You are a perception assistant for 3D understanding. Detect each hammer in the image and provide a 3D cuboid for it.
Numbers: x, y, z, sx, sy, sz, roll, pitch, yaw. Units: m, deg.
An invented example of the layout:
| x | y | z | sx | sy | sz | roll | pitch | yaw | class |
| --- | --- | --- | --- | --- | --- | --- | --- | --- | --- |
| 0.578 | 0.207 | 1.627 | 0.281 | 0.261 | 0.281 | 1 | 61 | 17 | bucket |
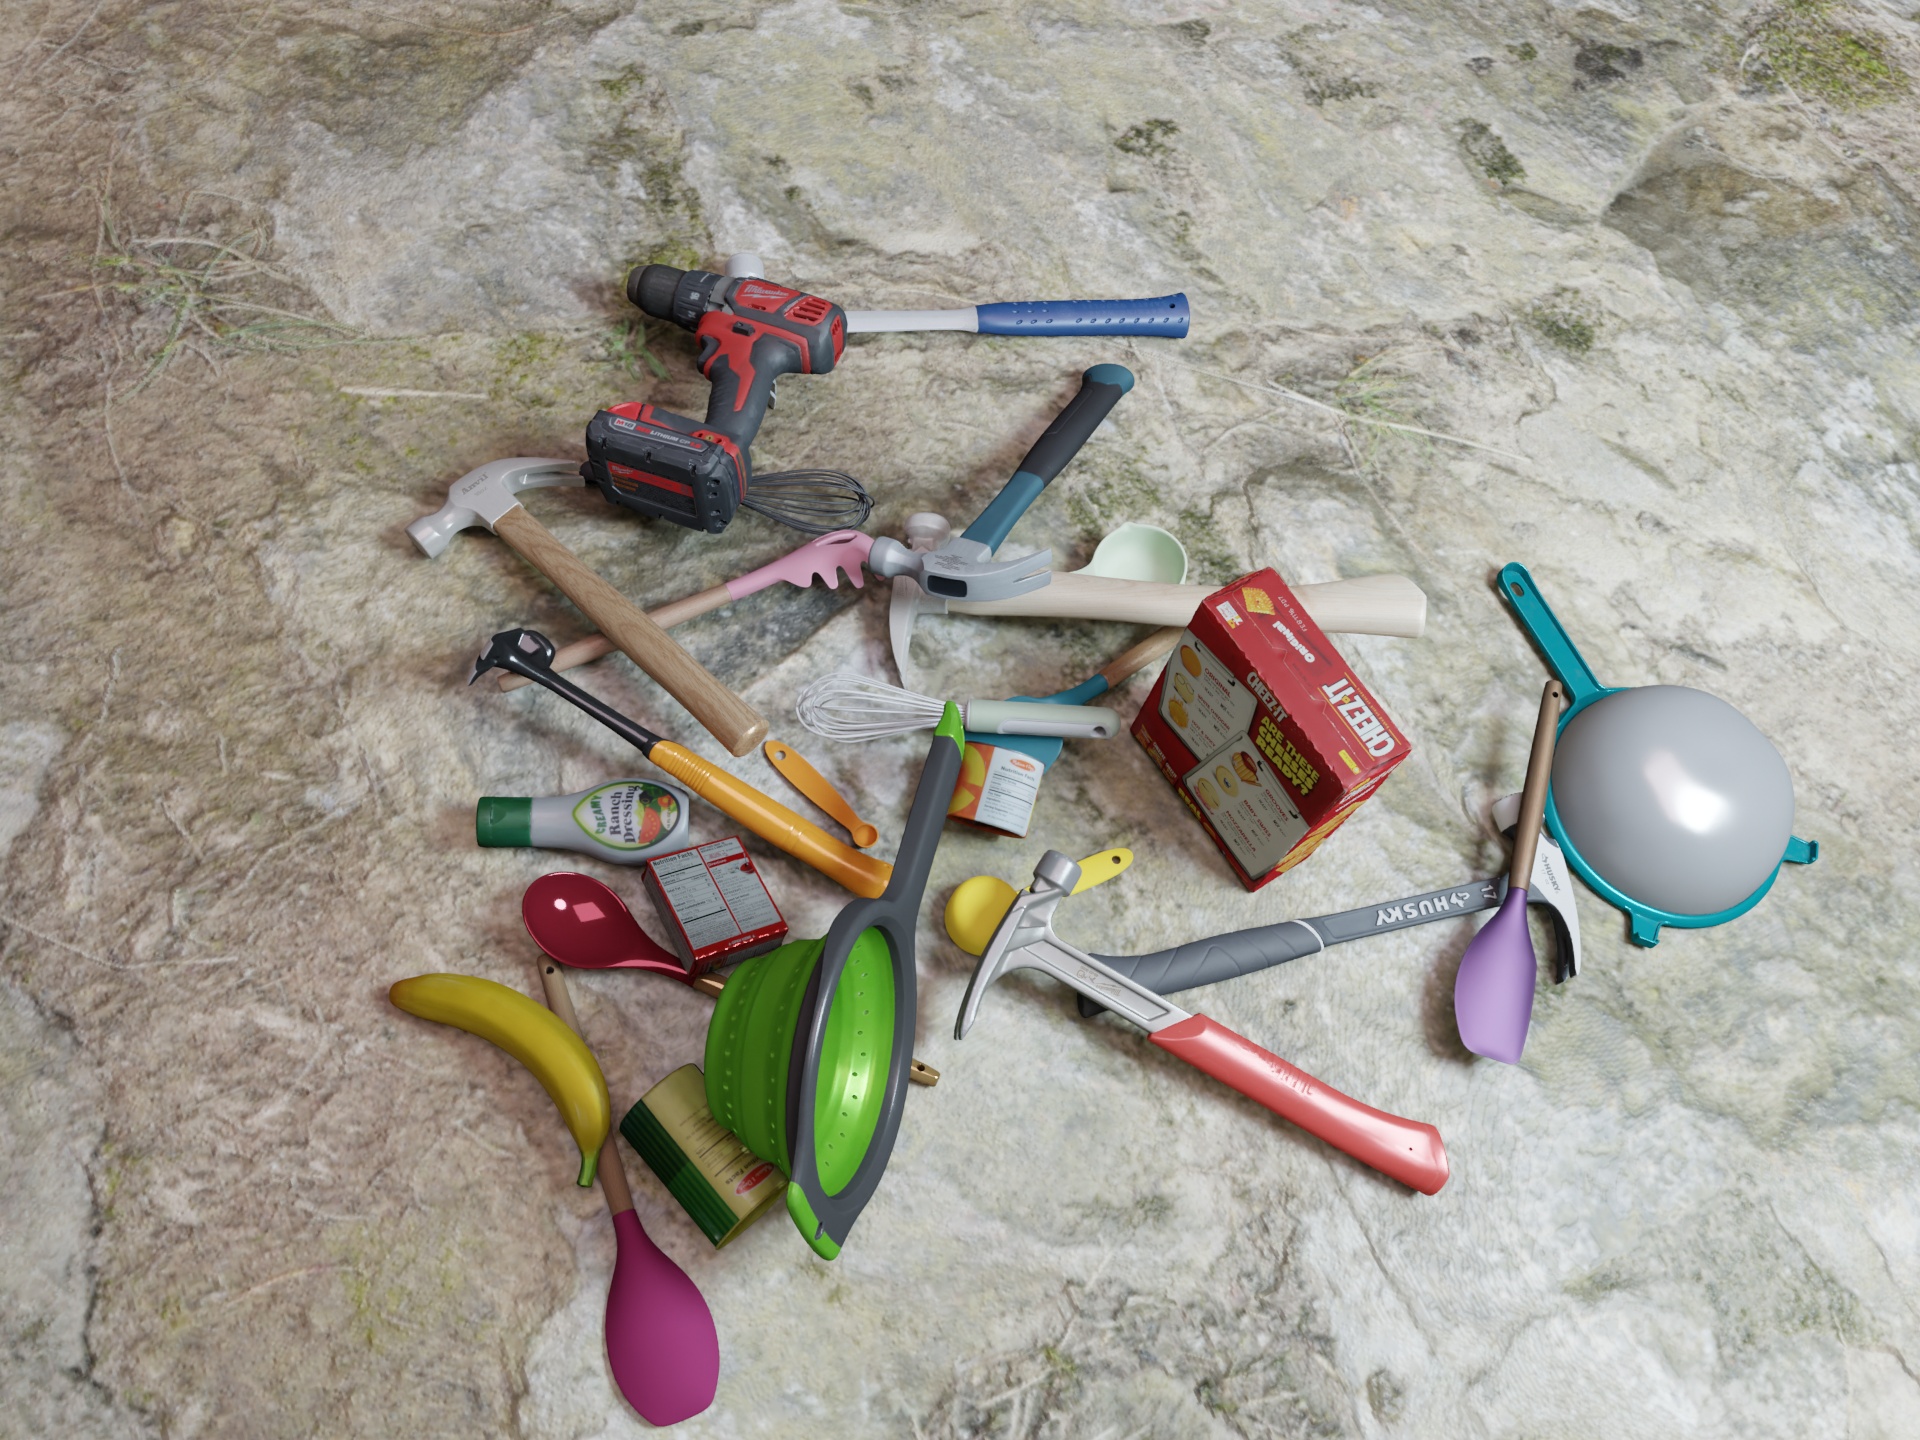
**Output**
| x | y | z | sx | sy | sz | roll | pitch | yaw | class |
| --- | --- | --- | --- | --- | --- | --- | --- | --- | --- |
| -0.191 | 0.037 | 1.135 | 0.337 | 0.127 | 0.034 | 32 | 96 | -3 | hammer |
| 0.178 | 0.241 | 1.118 | 0.359 | 0.036 | 0.149 | 30 | 76 | -1 | hammer |
| 0.003 | -0.345 | 1.389 | 0.405 | 0.035 | 0.144 | -4 | 65 | -11 | hammer |
| 0.149 | -0.083 | 1.237 | 0.410 | 0.038 | 0.146 | 4 | 65 | 8 | hammer |
| -0.266 | -0.088 | 1.195 | 0.331 | 0.031 | 0.130 | 40 | 71 | 19 | hammer |
| 0.059 | -0.200 | 1.286 | 0.128 | 0.033 | 0.331 | 18 | 47 | 20 | hammer |
| 0.279 | 0.162 | 1.194 | 0.409 | 0.036 | 0.149 | -11 | 68 | -13 | hammer |

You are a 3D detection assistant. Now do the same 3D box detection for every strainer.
| x | y | z | sx | sy | sz | roll | pitch | yaw | class |
| --- | --- | --- | --- | --- | --- | --- | --- | --- | --- |
| 0.549 | -0.003 | 1.281 | 0.211 | 0.095 | 0.341 | -22 | 71 | -18 | strainer |

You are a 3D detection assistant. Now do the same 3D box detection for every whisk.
| x | y | z | sx | sy | sz | roll | pitch | yaw | class |
| --- | --- | --- | --- | --- | --- | --- | --- | --- | --- |
| -0.002 | -0.004 | 1.200 | 0.246 | 0.057 | 0.059 | 3 | 50 | 1 | whisk |
| -0.188 | -0.186 | 1.280 | 0.239 | 0.055 | 0.055 | 7 | 64 | -1 | whisk |

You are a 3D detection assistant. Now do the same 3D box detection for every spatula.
| x | y | z | sx | sy | sz | roll | pitch | yaw | class |
| --- | --- | --- | --- | --- | --- | --- | --- | --- | --- |
| 0.127 | -0.039 | 1.272 | 0.317 | 0.044 | 0.082 | -33 | 74 | -26 | spatula |
| 0.426 | 0.106 | 1.212 | 0.060 | 0.018 | 0.316 | 20 | 66 | 1 | spatula |

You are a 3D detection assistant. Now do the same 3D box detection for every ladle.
| x | y | z | sx | sy | sz | roll | pitch | yaw | class |
| --- | --- | --- | --- | --- | --- | --- | --- | --- | --- |
| -0.160 | 0.189 | 1.114 | 0.315 | 0.031 | 0.069 | 24 | 51 | 0 | ladle |

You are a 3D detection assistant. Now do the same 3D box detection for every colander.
| x | y | z | sx | sy | sz | roll | pitch | yaw | class |
| --- | --- | --- | --- | --- | --- | --- | --- | --- | --- |
| -0.082 | 0.147 | 1.063 | 0.094 | 0.204 | 0.397 | 5 | 54 | 16 | colander |

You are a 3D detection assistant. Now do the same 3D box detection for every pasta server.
| x | y | z | sx | sy | sz | roll | pitch | yaw | class |
| --- | --- | --- | --- | --- | --- | --- | --- | --- | --- |
| -0.202 | -0.082 | 1.229 | 0.316 | 0.040 | 0.060 | -24 | 30 | -12 | pasta server |

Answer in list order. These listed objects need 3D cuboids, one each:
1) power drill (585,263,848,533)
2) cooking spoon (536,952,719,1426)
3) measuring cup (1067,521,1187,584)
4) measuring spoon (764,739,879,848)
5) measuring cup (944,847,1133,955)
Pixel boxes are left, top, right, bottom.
| x | y | z | sx | sy | sz | roll | pitch | yaw | class |
| --- | --- | --- | --- | --- | --- | --- | --- | --- | --- |
| -0.213 | -0.271 | 1.261 | 0.188 | 0.080 | 0.227 | 18 | 59 | 10 | power drill |
| -0.231 | 0.301 | 1.053 | 0.068 | 0.017 | 0.319 | -17 | 69 | -16 | cooking spoon |
| 0.102 | -0.107 | 1.298 | 0.167 | 0.038 | 0.083 | -14 | 65 | 1 | measuring cup |
| -0.106 | 0.056 | 1.197 | 0.117 | 0.011 | 0.021 | 42 | 66 | 15 | measuring spoon |
| 0.062 | 0.124 | 1.178 | 0.156 | 0.029 | 0.062 | -22 | 70 | -16 | measuring cup |
